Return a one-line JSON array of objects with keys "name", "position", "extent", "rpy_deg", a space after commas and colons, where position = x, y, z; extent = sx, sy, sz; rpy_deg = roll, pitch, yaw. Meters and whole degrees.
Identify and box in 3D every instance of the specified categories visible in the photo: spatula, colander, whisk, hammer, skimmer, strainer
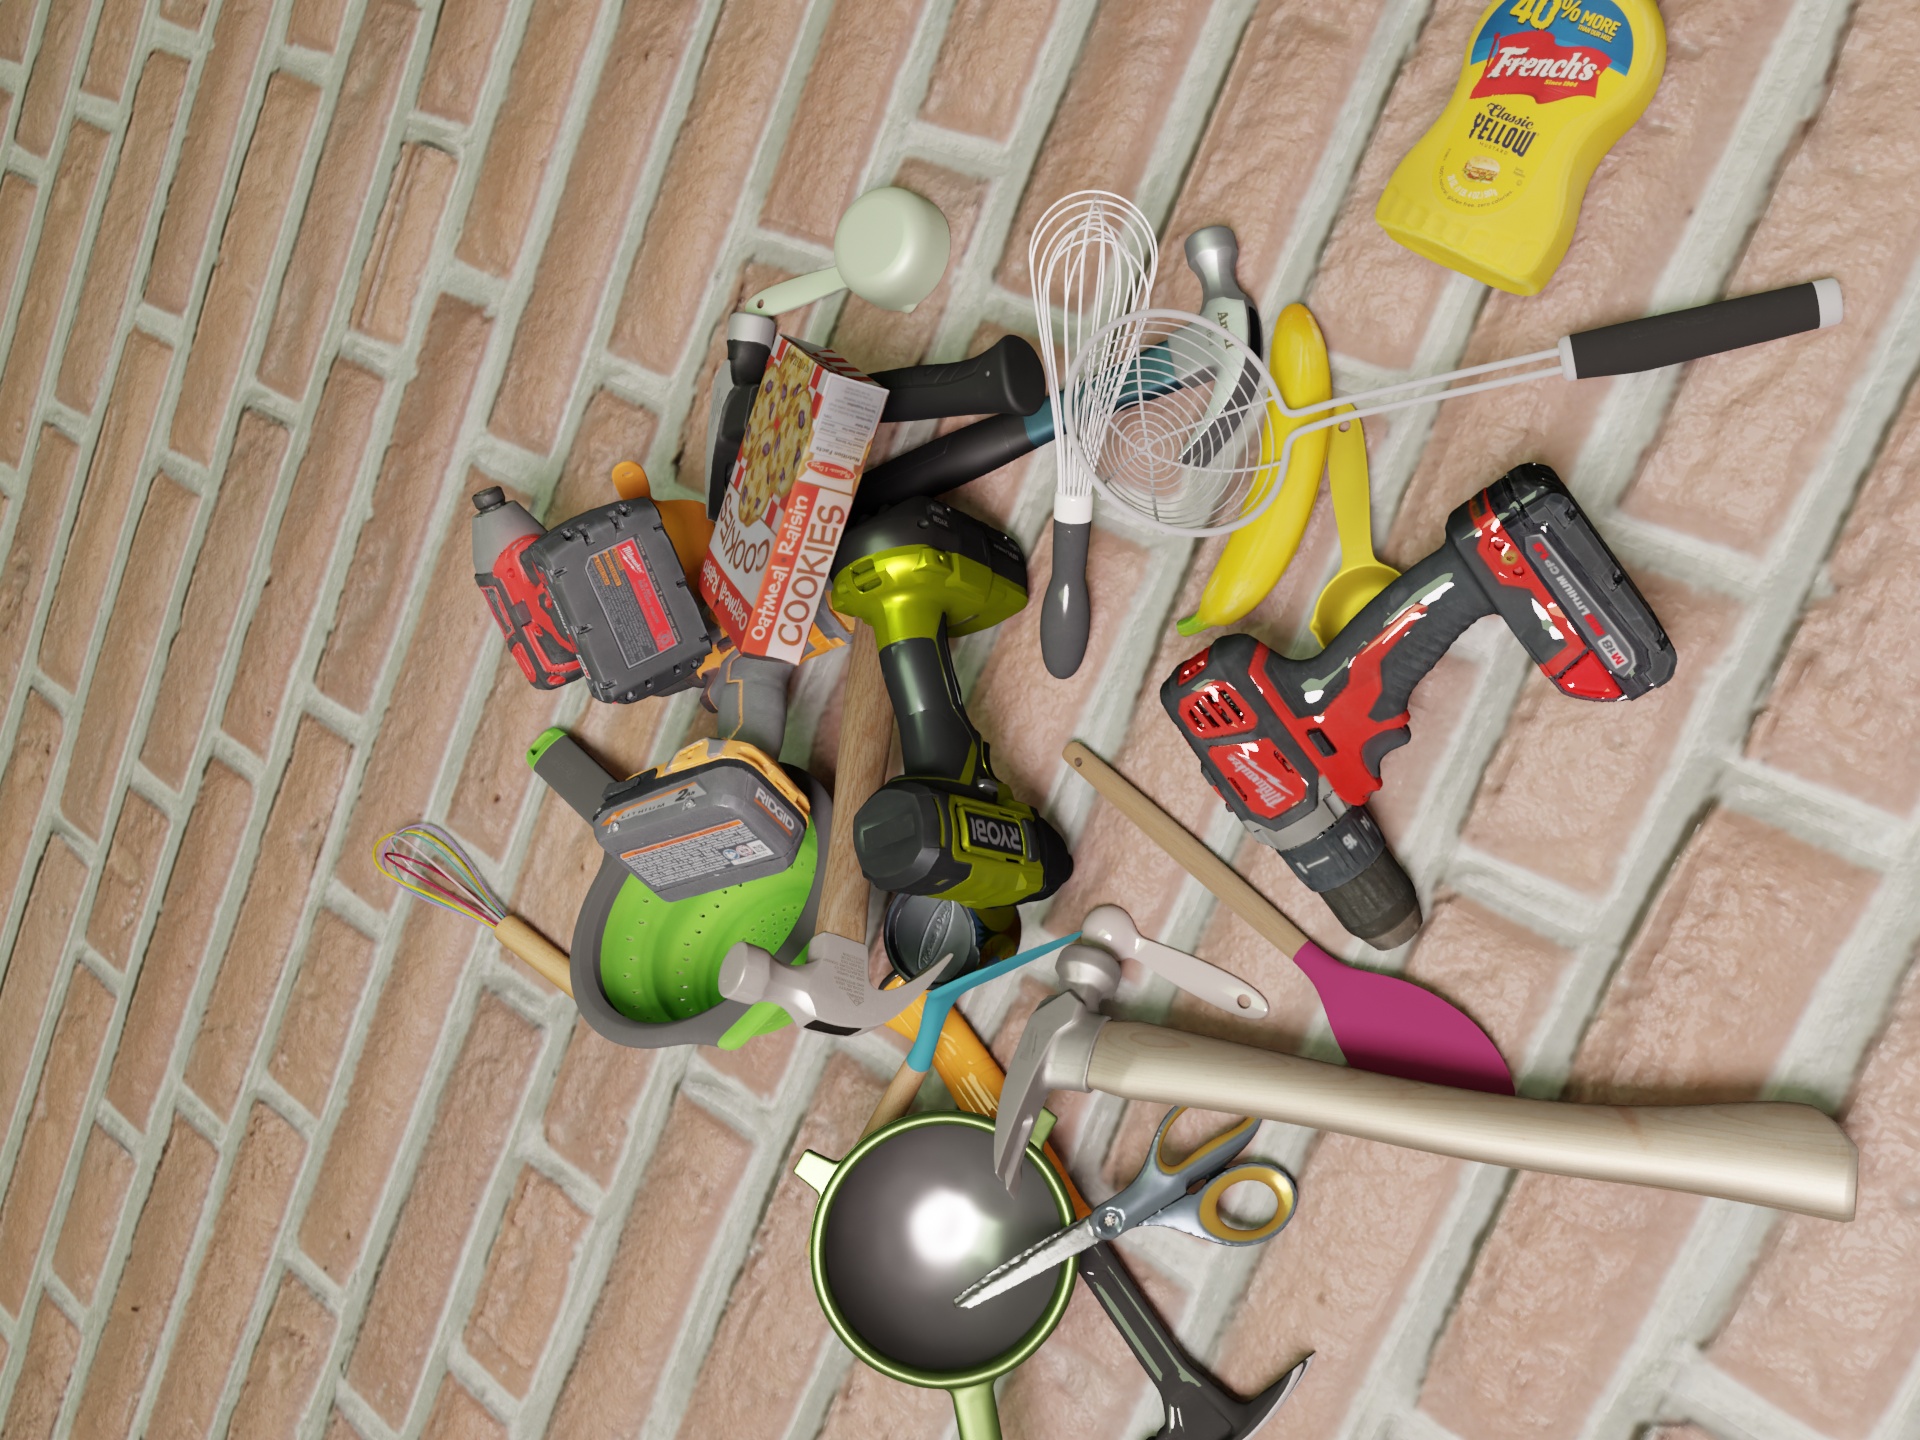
[{"name": "spatula", "position": [-0.030, 0.230, 0.949], "extent": [0.044, 0.082, 0.317], "rpy_deg": [44, 125, 28]}, {"name": "colander", "position": [-0.188, 0.105, 1.077], "extent": [0.204, 0.094, 0.397], "rpy_deg": [-48, 41, -9]}, {"name": "whisk", "position": [0.066, -0.154, 0.906], "extent": [0.070, 0.070, 0.284], "rpy_deg": [20, 121, 31]}, {"name": "hammer", "position": [-0.056, 0.028, 0.945], "extent": [0.031, 0.130, 0.332], "rpy_deg": [-34, 41, 46]}, {"name": "hammer", "position": [-0.064, -0.192, 0.980], "extent": [0.335, 0.035, 0.146], "rpy_deg": [9, 89, 52]}, {"name": "hammer", "position": [0.059, 0.277, 0.939], "extent": [0.127, 0.034, 0.337], "rpy_deg": [-48, 64, 21]}, {"name": "hammer", "position": [0.033, -0.178, 0.984], "extent": [0.331, 0.033, 0.128], "rpy_deg": [-18, 76, 30]}, {"name": "skimmer", "position": [0.235, -0.175, 0.786], "extent": [0.363, 0.090, 0.127], "rpy_deg": [-9, 76, 20]}, {"name": "whisk", "position": [-0.363, 0.149, 1.210], "extent": [0.245, 0.047, 0.051], "rpy_deg": [30, 102, 27]}, {"name": "hammer", "position": [0.211, 0.202, 0.793], "extent": [0.411, 0.038, 0.146], "rpy_deg": [3, 51, 31]}, {"name": "strainer", "position": [0.000, 0.348, 0.907], "extent": [0.151, 0.069, 0.256], "rpy_deg": [-11, 84, -5]}]

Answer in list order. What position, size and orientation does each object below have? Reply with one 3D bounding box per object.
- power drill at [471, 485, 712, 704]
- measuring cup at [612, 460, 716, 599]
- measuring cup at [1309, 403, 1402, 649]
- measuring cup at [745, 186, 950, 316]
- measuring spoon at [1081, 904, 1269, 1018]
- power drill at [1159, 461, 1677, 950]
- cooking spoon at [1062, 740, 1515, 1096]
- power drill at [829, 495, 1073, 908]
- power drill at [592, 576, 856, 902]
[{"name": "power drill", "position": [-0.255, -0.086, 1.032], "extent": [0.220, 0.078, 0.143], "rpy_deg": [10, 125, 57]}, {"name": "measuring cup", "position": [-0.204, -0.119, 1.057], "extent": [0.095, 0.173, 0.052], "rpy_deg": [-18, 79, -7]}, {"name": "measuring cup", "position": [0.221, -0.101, 0.871], "extent": [0.062, 0.029, 0.157], "rpy_deg": [-13, 68, 32]}, {"name": "measuring cup", "position": [-0.086, -0.303, 1.062], "extent": [0.167, 0.038, 0.083], "rpy_deg": [-11, 81, 29]}, {"name": "measuring spoon", "position": [0.120, 0.142, 0.917], "extent": [0.124, 0.018, 0.034], "rpy_deg": [23, 99, 30]}, {"name": "power drill", "position": [0.237, 0.000, 0.800], "extent": [0.226, 0.080, 0.188], "rpy_deg": [-35, 97, 23]}, {"name": "cooking spoon", "position": [0.171, 0.111, 0.887], "extent": [0.319, 0.017, 0.068], "rpy_deg": [42, 116, 27]}, {"name": "power drill", "position": [-0.001, -0.003, 0.926], "extent": [0.080, 0.171, 0.223], "rpy_deg": [-21, 68, 31]}, {"name": "power drill", "position": [-0.160, 0.002, 1.018], "extent": [0.185, 0.084, 0.226], "rpy_deg": [-17, 42, 29]}]
